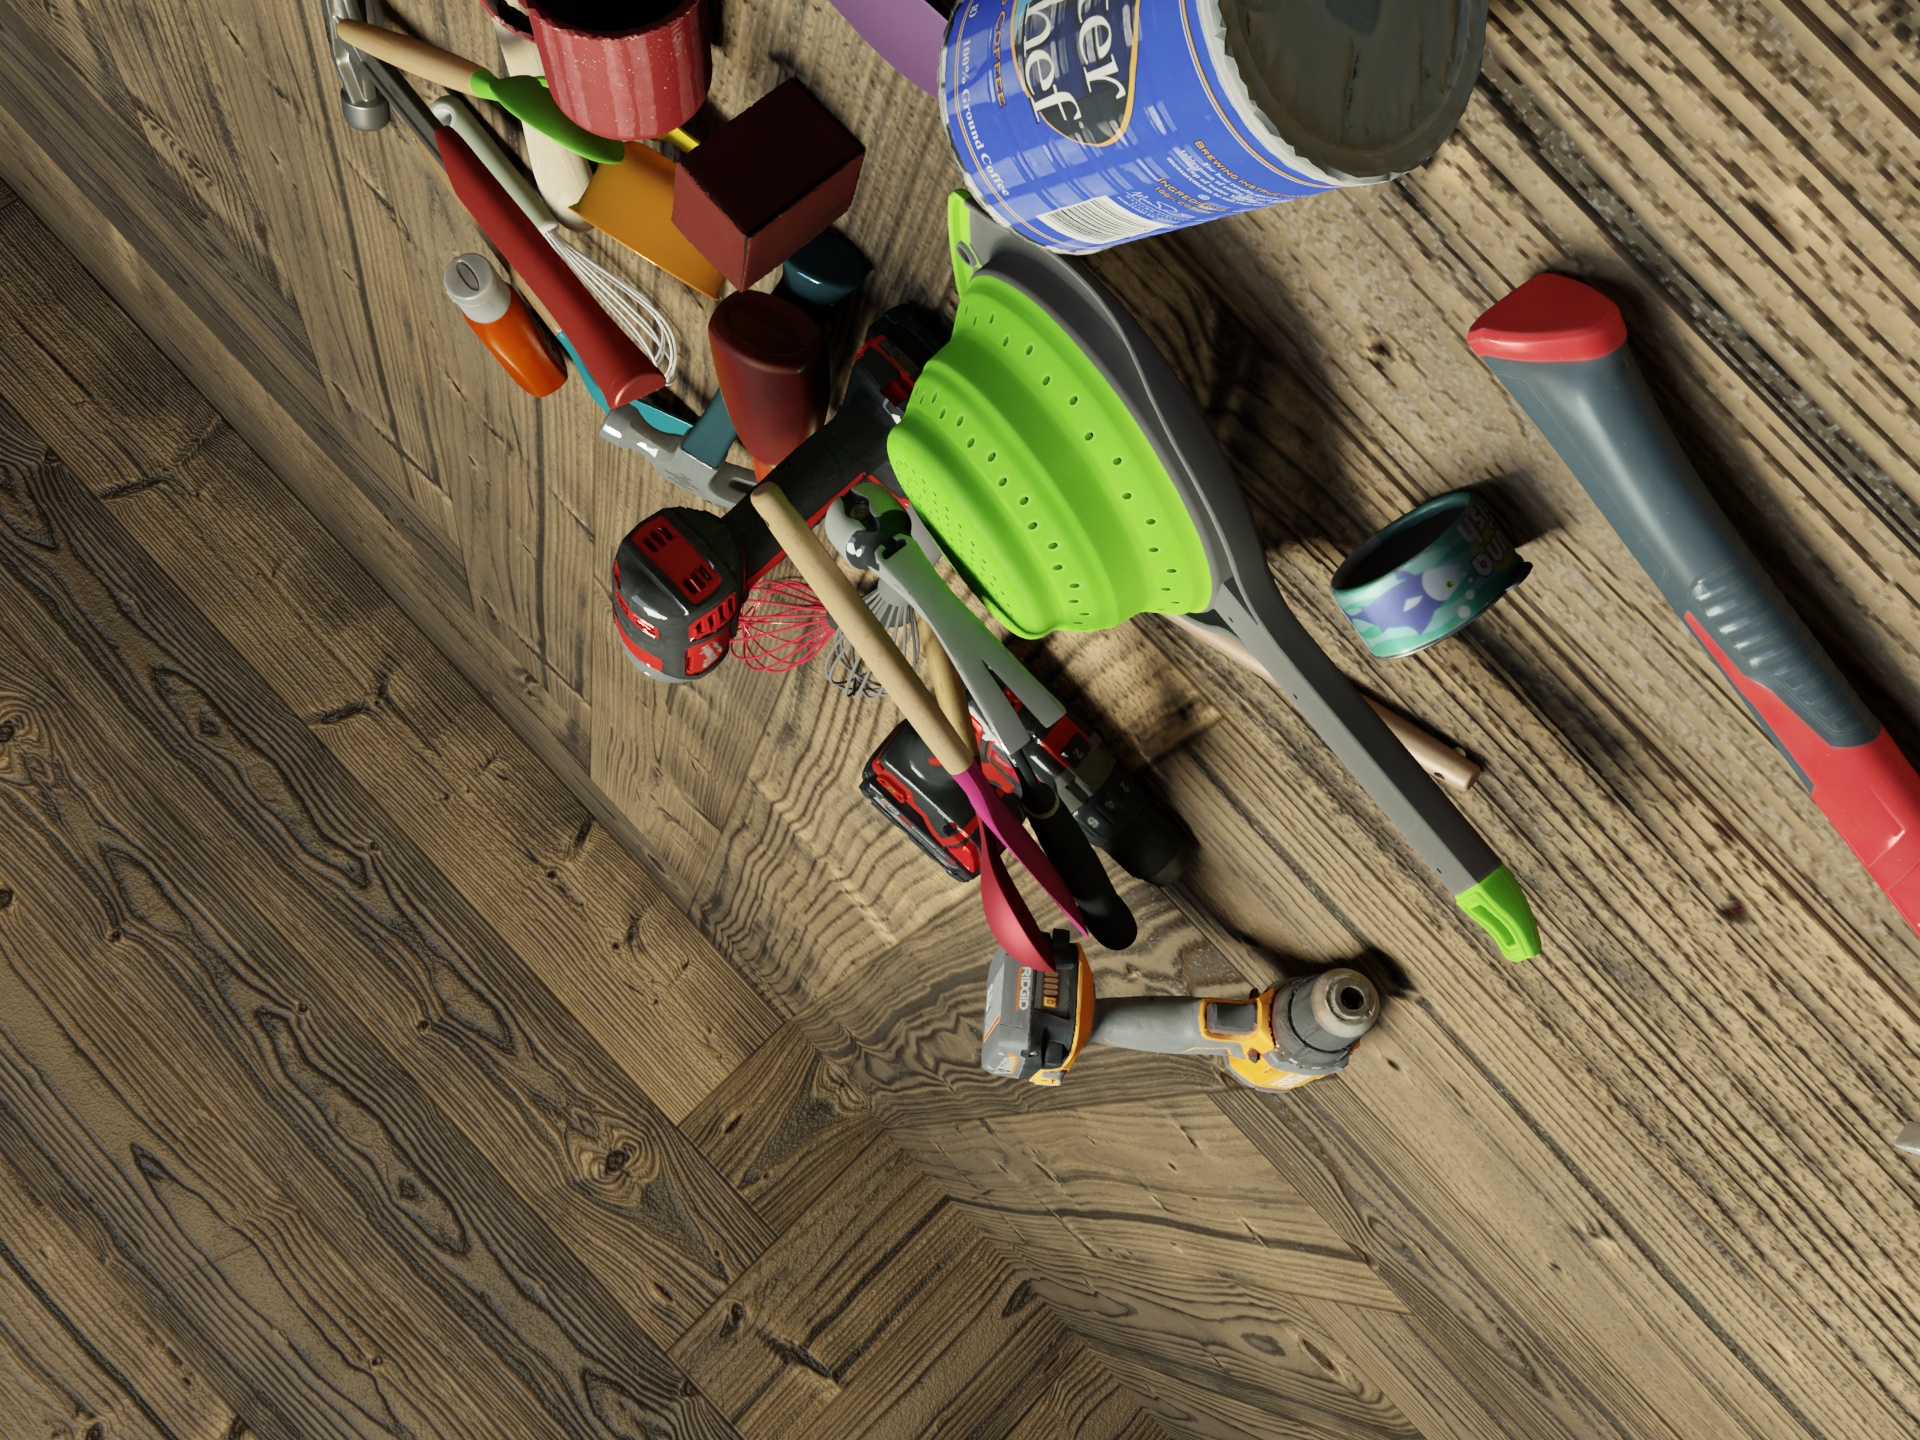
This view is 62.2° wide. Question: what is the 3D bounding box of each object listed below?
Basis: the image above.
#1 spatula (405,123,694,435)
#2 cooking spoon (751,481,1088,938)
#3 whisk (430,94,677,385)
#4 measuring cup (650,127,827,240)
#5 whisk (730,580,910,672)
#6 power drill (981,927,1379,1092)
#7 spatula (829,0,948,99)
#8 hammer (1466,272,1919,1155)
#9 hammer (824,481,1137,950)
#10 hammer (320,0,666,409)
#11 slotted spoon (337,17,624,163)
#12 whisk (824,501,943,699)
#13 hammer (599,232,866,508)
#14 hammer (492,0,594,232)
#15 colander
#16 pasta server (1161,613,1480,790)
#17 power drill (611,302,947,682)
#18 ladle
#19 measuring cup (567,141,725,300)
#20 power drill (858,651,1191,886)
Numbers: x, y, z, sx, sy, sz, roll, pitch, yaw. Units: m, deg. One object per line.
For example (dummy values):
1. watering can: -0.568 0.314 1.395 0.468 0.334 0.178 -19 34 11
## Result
1. spatula: -0.294 -0.309 1.156 0.317 0.044 0.082 54 160 -4
2. cooking spoon: -0.012 0.005 0.803 0.318 0.017 0.069 54 175 -32
3. whisk: -0.273 -0.320 1.065 0.058 0.059 0.246 -39 89 27
4. measuring cup: -0.126 -0.304 0.832 0.156 0.029 0.062 37 165 -5
5. whisk: -0.095 -0.073 1.140 0.073 0.073 0.296 55 154 -19
6. power drill: 0.134 0.181 0.978 0.226 0.084 0.185 6 159 -3
7. spatula: -0.104 -0.362 0.675 0.316 0.018 0.059 44 169 9
8. hammer: 0.291 0.015 0.546 0.386 0.038 0.143 50 161 -7
9. hammer: 0.043 0.038 0.853 0.149 0.036 0.408 51 176 33
10. hammer: -0.298 -0.334 0.996 0.359 0.037 0.149 51 152 16
11. slotted spoon: -0.278 -0.359 0.880 0.070 0.031 0.314 4 -157 -47
12. whisk: -0.030 -0.071 0.862 0.055 0.055 0.239 45 152 7
13. hammer: -0.129 -0.204 0.959 0.128 0.033 0.331 31 159 -14
14. hammer: -0.242 -0.408 0.817 0.146 0.038 0.410 50 164 24
15. colander: 0.082 -0.040 0.673 0.397 0.094 0.204 53 175 13
16. pasta server: 0.113 -0.045 0.794 0.316 0.040 0.060 34 168 29
17. power drill: -0.087 -0.104 0.823 0.078 0.220 0.143 46 160 6
18. ladle: -0.001 -0.003 0.933 0.069 0.031 0.315 30 -136 -82
19. measuring cup: -0.174 -0.292 0.896 0.095 0.052 0.174 26 -166 -33
20. power drill: 0.040 0.049 1.066 0.188 0.080 0.226 43 157 -8
